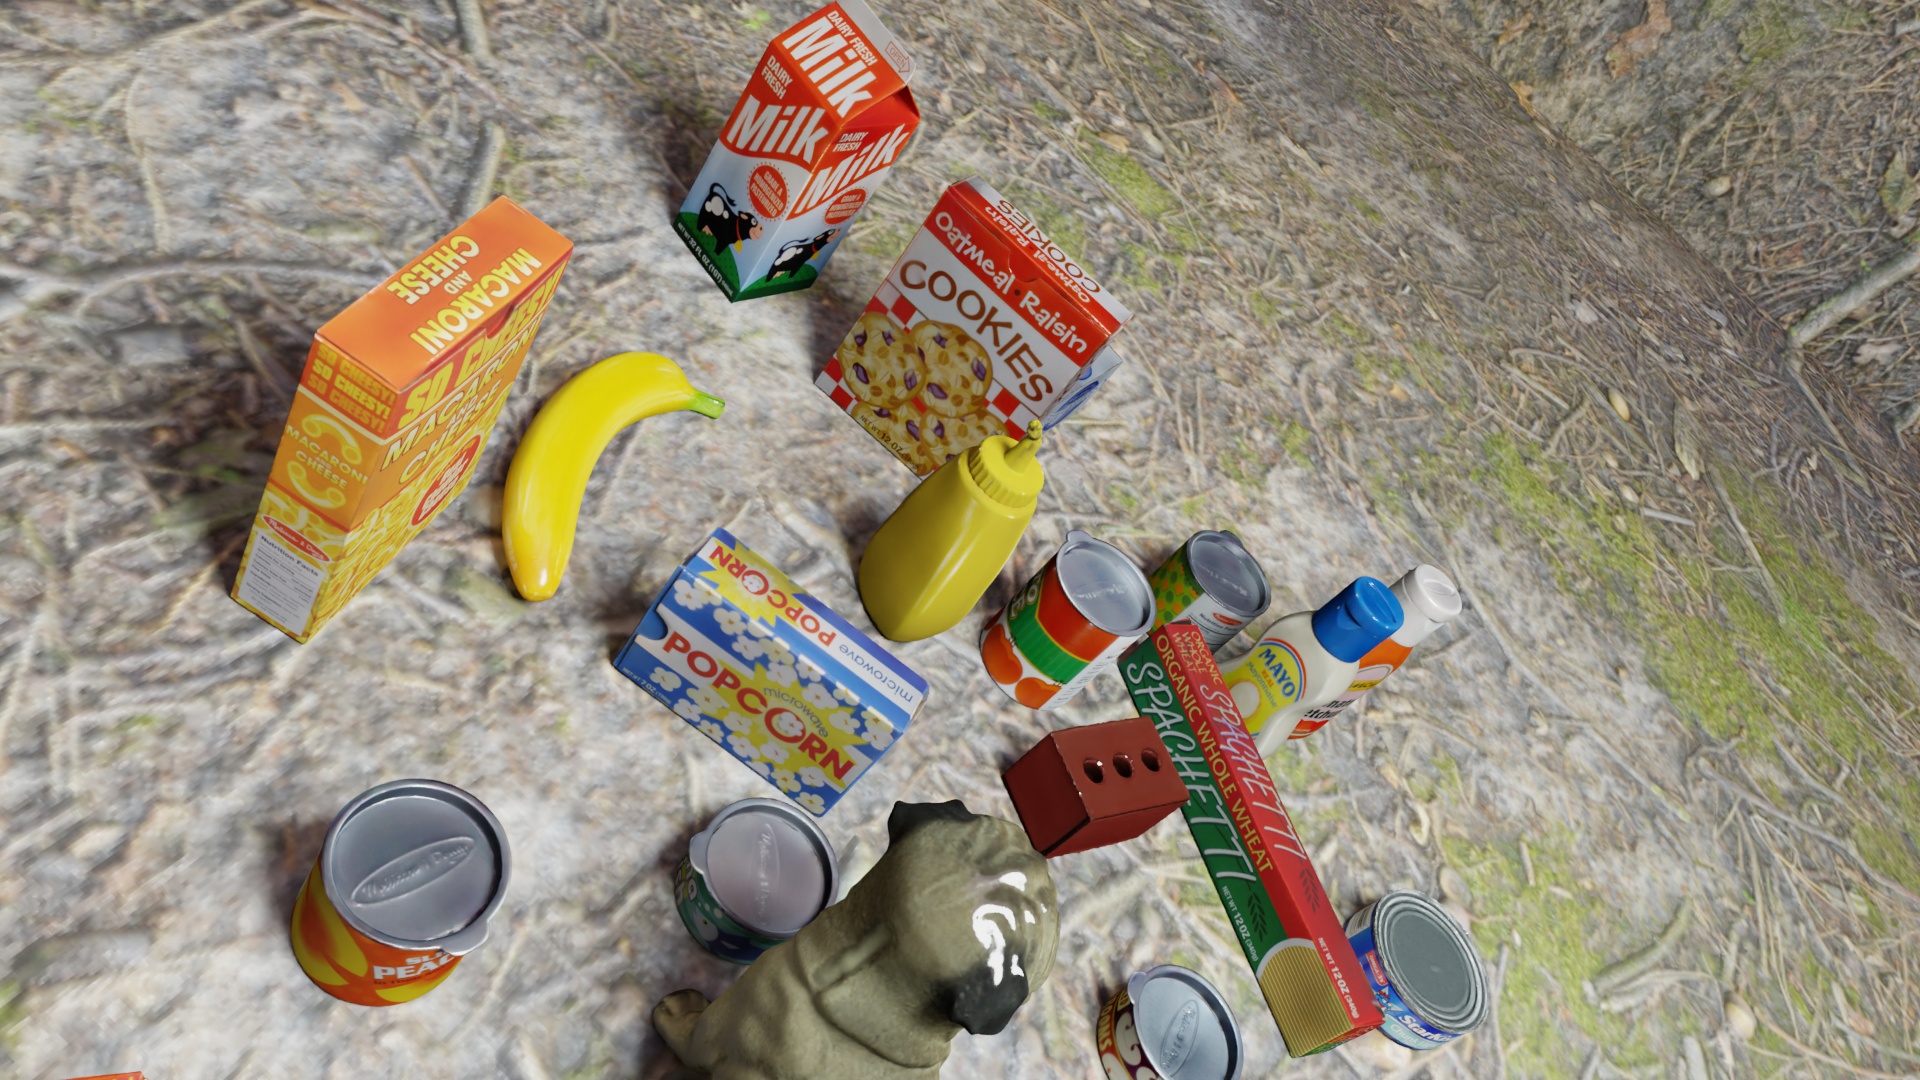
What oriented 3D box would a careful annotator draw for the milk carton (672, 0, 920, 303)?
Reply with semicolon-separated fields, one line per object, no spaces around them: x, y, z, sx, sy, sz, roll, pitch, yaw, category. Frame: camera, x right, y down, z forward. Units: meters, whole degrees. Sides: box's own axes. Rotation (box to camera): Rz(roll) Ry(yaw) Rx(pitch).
-0.093;-0.237;0.841;0.074;0.189;0.072;-24;71;-48;milk carton

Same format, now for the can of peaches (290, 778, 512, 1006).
-0.207;0.133;0.516;0.071;0.057;0.071;22;43;-22;can of peaches

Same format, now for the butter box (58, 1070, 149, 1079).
-0.298;0.181;0.403;0.104;0.053;0.024;5;52;-36;butter box

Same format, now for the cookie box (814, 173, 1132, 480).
0.003;-0.112;0.822;0.123;0.166;0.040;42;39;1;cookie box

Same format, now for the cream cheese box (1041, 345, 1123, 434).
0.067;-0.100;0.950;0.024;0.053;0.104;47;40;6;cream cheese box

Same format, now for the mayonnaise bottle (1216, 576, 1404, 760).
0.196;0.076;0.818;0.041;0.147;0.065;-7;59;-42;mayonnaise bottle

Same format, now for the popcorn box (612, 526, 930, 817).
-0.089;0.064;0.652;0.126;0.084;0.038;38;40;-5;popcorn box

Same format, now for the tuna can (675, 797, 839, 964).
-0.092;0.150;0.612;0.071;0.032;0.071;22;43;-22;tuna can

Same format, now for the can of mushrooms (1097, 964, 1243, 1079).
0.101;0.243;0.679;0.071;0.033;0.071;22;43;-22;can of mushrooms

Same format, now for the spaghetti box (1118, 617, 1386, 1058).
0.158;0.161;0.788;0.029;0.050;0.251;3;53;-37;spaghetti box

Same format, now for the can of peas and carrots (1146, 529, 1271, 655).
0.155;0.035;0.894;0.071;0.058;0.071;22;43;-22;can of peas and carrots

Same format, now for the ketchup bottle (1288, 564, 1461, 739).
0.243;0.070;0.861;0.065;0.148;0.044;10;49;-33;ketchup bottle

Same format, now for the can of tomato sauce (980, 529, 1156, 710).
0.058;0.046;0.787;0.071;0.082;0.071;22;43;-22;can of tomato sauce

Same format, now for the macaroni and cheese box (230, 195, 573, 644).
-0.231;-0.049;0.578;0.040;0.165;0.124;35;40;-8;macaroni and cheese box

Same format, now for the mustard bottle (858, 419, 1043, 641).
0.003;-0.009;0.733;0.049;0.159;0.065;-2;56;-40;mustard bottle
